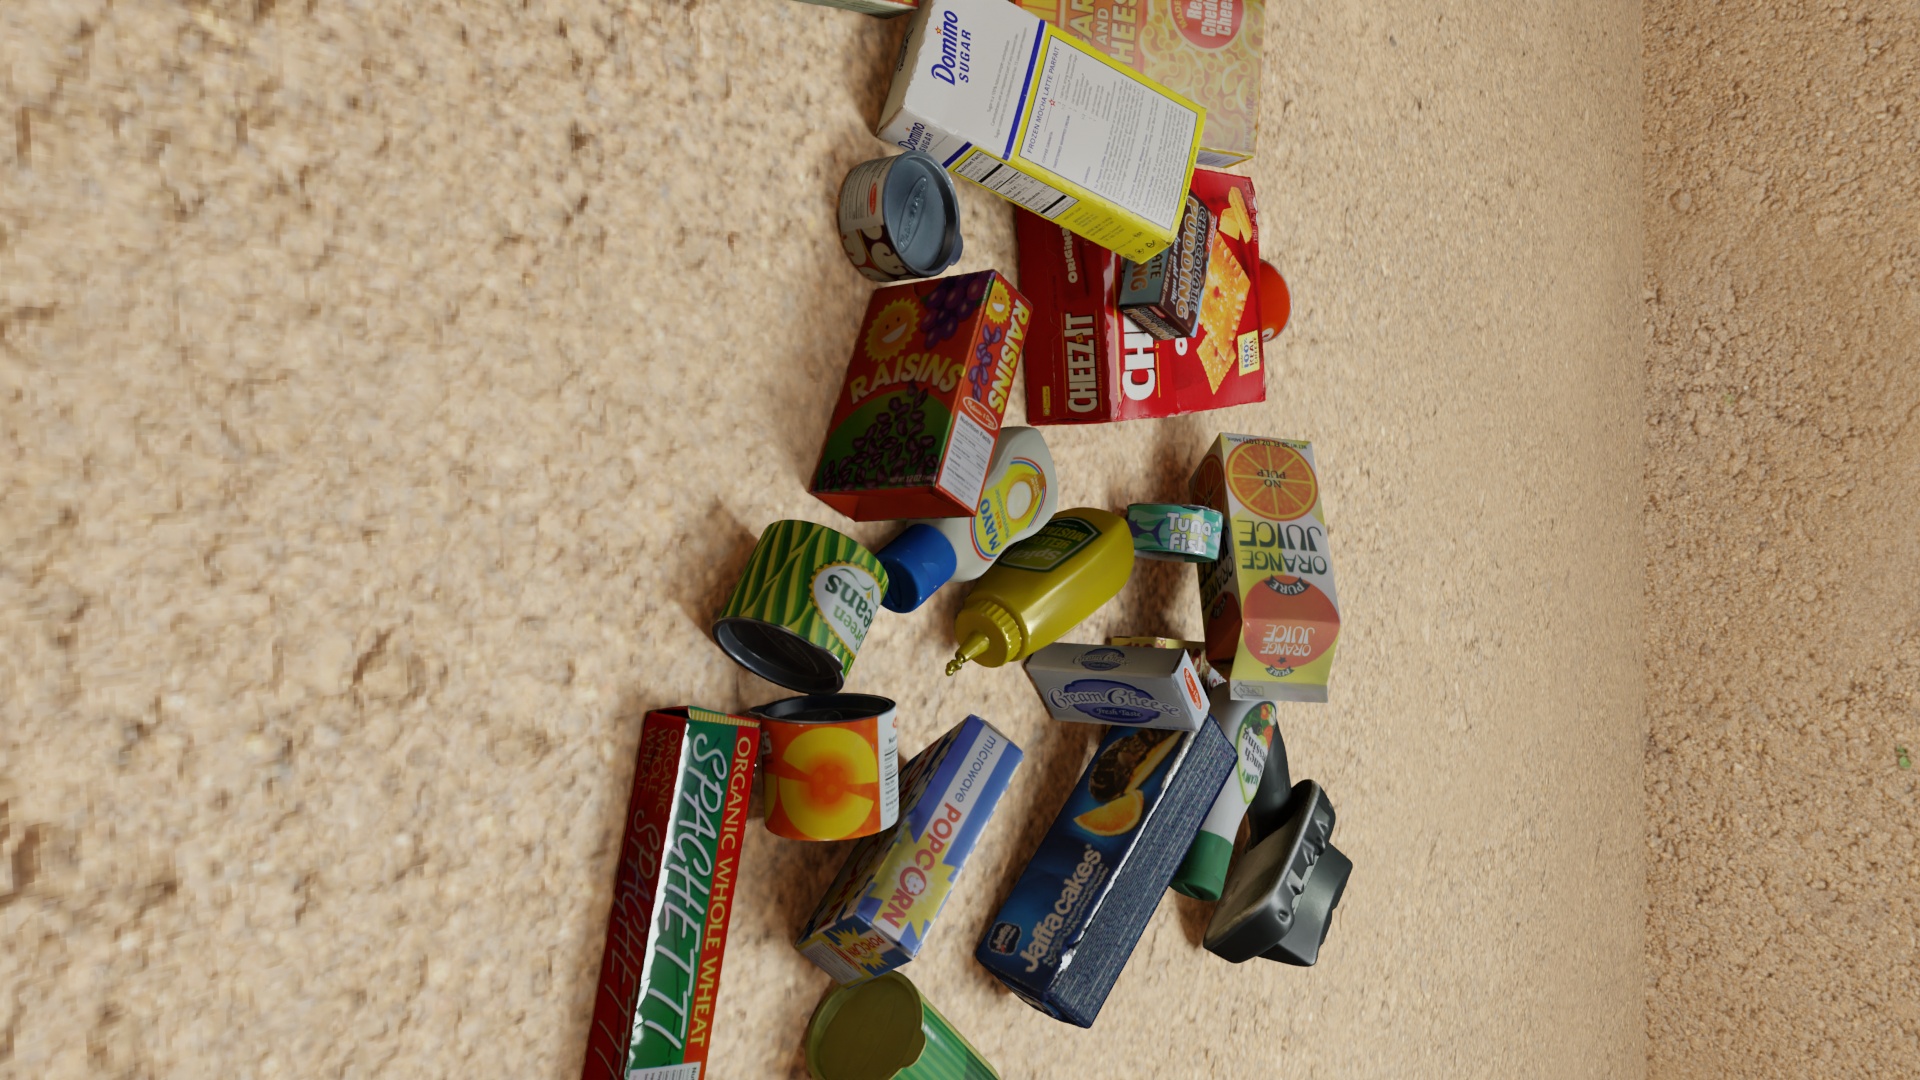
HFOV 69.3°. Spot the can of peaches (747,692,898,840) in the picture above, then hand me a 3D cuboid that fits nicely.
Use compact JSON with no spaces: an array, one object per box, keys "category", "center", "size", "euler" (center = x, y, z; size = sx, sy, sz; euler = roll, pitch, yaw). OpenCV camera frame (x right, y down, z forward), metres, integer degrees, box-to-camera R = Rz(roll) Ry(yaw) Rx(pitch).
[{"category":"can of peaches","center":[-0.065,0.108,0.670],"size":[0.071,0.071,0.058],"euler":[-9,98,-54]}]

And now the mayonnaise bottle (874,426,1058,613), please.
[{"category":"mayonnaise bottle","center":[0.003,-0.010,0.780],"size":[0.149,0.041,0.064],"euler":[-41,124,-46]}]

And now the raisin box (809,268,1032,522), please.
[{"category":"raisin box","center":[-0.020,-0.073,0.711],"size":[0.040,0.086,0.124],"euler":[35,63,-43]}]

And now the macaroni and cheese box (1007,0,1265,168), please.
[{"category":"macaroni and cheese box","center":[0.102,-0.302,0.845],"size":[0.167,0.040,0.123],"euler":[3,90,-21]}]

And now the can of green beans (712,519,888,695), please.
[{"category":"can of green beans","center":[-0.074,0.031,0.654],"size":[0.071,0.071,0.058],"euler":[52,51,-41]}]

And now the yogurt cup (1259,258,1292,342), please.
[{"category":"yogurt cup","center":[0.206,-0.174,1.041],"size":[0.054,0.072,0.072],"euler":[-31,115,-41]}]

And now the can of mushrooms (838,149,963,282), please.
[{"category":"can of mushrooms","center":[-0.031,-0.170,0.739],"size":[0.071,0.033,0.071],"euler":[0,89,-54]}]

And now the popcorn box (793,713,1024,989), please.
[{"category":"popcorn box","center":[-0.025,0.157,0.704],"size":[0.038,0.085,0.127],"euler":[38,53,-6]}]

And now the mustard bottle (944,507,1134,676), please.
[{"category":"mustard bottle","center":[0.041,0.033,0.817],"size":[0.161,0.065,0.048],"euler":[-38,125,-43]}]

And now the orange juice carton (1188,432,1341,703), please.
[{"category":"orange juice carton","center":[0.212,0.024,0.975],"size":[0.072,0.072,0.193],"euler":[111,-19,-59]}]

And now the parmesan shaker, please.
[{"category":"parmesan shaker","center":[-0.024,0.277,0.720],"size":[0.102,0.071,0.072],"euler":[57,48,-37]}]

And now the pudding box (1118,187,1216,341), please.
[{"category":"pudding box","center":[0.126,-0.168,0.838],"size":[0.049,0.030,0.084],"euler":[29,69,-50]}]

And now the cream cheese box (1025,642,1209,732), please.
[{"category":"cream cheese box","center":[0.096,0.090,0.856],"size":[0.024,0.104,0.053],"euler":[-59,135,-37]}]

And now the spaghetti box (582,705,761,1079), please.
[{"category":"spaghetti box","center":[-0.132,0.198,0.608],"size":[0.050,0.028,0.250],"euler":[21,74,-52]}]

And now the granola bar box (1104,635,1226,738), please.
[{"category":"granola bar box","center":[0.145,0.152,0.979],"size":[0.124,0.039,0.165],"euler":[10,82,-54]}]

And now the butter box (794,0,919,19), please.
[{"category":"butter box","center":[-0.062,-0.299,0.703],"size":[0.104,0.024,0.053],"euler":[-17,105,-52]}]

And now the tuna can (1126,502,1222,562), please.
[{"category":"tuna can","center":[0.147,-0.005,0.953],"size":[0.071,0.071,0.033],"euler":[15,79,-53]}]

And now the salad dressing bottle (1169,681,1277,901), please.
[{"category":"salad dressing bottle","center":[0.178,0.171,0.952],"size":[0.064,0.044,0.148],"euler":[49,53,-44]}]
